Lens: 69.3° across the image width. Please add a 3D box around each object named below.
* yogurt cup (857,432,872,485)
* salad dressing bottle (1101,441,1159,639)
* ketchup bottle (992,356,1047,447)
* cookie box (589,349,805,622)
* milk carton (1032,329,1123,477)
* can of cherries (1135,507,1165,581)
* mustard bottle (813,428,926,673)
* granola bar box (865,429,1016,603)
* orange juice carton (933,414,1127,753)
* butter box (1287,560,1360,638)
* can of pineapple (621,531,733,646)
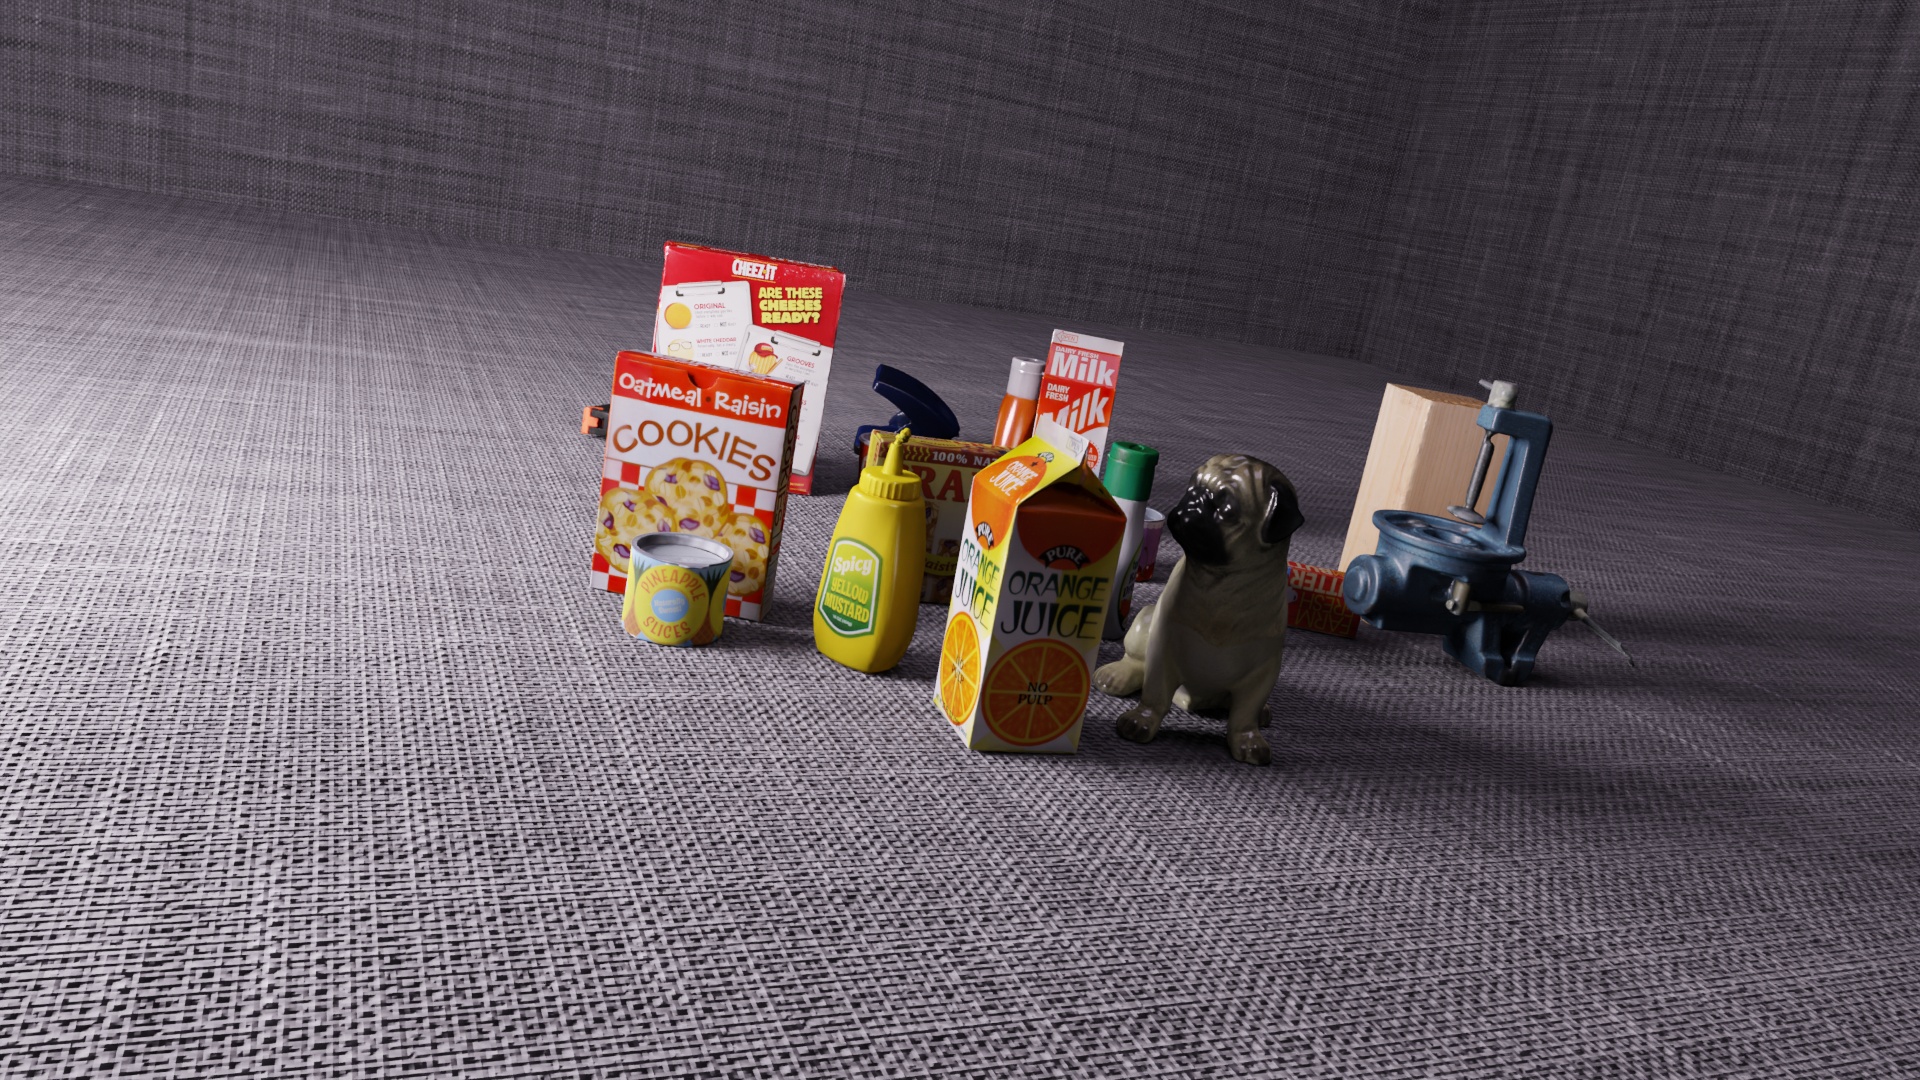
[{"bbox_3d":[-0.071,-0.074,1.383,0.072,0.053,0.072,10,15,-3],"label":"yogurt cup"},{"bbox_3d":[0.118,0.000,1.060,0.044,0.147,0.064,14,15,14],"label":"salad dressing bottle"},{"bbox_3d":[0.059,-0.113,1.433,0.043,0.148,0.065,16,15,21],"label":"ketchup bottle"},{"bbox_3d":[-0.181,-0.038,0.955,0.123,0.167,0.040,11,14,3],"label":"cookie box"},{"bbox_3d":[0.108,-0.107,1.363,0.072,0.190,0.073,12,14,4],"label":"milk carton"},{"bbox_3d":[0.145,0.000,1.249,0.071,0.058,0.072,10,15,-3],"label":"can of cherries"},{"bbox_3d":[-0.054,0.004,0.902,0.065,0.159,0.049,19,17,30],"label":"mustard bottle"},{"bbox_3d":[0.004,-0.013,1.075,0.166,0.123,0.039,6,15,-18],"label":"granola bar box"},{"bbox_3d":[0.043,0.025,0.828,0.073,0.192,0.072,5,15,-21],"label":"orange juice carton"},{"bbox_3d":[0.291,0.047,1.185,0.103,0.053,0.024,11,14,1],"label":"butter box"},{"bbox_3d":[-0.185,0.032,0.906,0.071,0.057,0.071,10,15,-3],"label":"can of pineapple"}]
